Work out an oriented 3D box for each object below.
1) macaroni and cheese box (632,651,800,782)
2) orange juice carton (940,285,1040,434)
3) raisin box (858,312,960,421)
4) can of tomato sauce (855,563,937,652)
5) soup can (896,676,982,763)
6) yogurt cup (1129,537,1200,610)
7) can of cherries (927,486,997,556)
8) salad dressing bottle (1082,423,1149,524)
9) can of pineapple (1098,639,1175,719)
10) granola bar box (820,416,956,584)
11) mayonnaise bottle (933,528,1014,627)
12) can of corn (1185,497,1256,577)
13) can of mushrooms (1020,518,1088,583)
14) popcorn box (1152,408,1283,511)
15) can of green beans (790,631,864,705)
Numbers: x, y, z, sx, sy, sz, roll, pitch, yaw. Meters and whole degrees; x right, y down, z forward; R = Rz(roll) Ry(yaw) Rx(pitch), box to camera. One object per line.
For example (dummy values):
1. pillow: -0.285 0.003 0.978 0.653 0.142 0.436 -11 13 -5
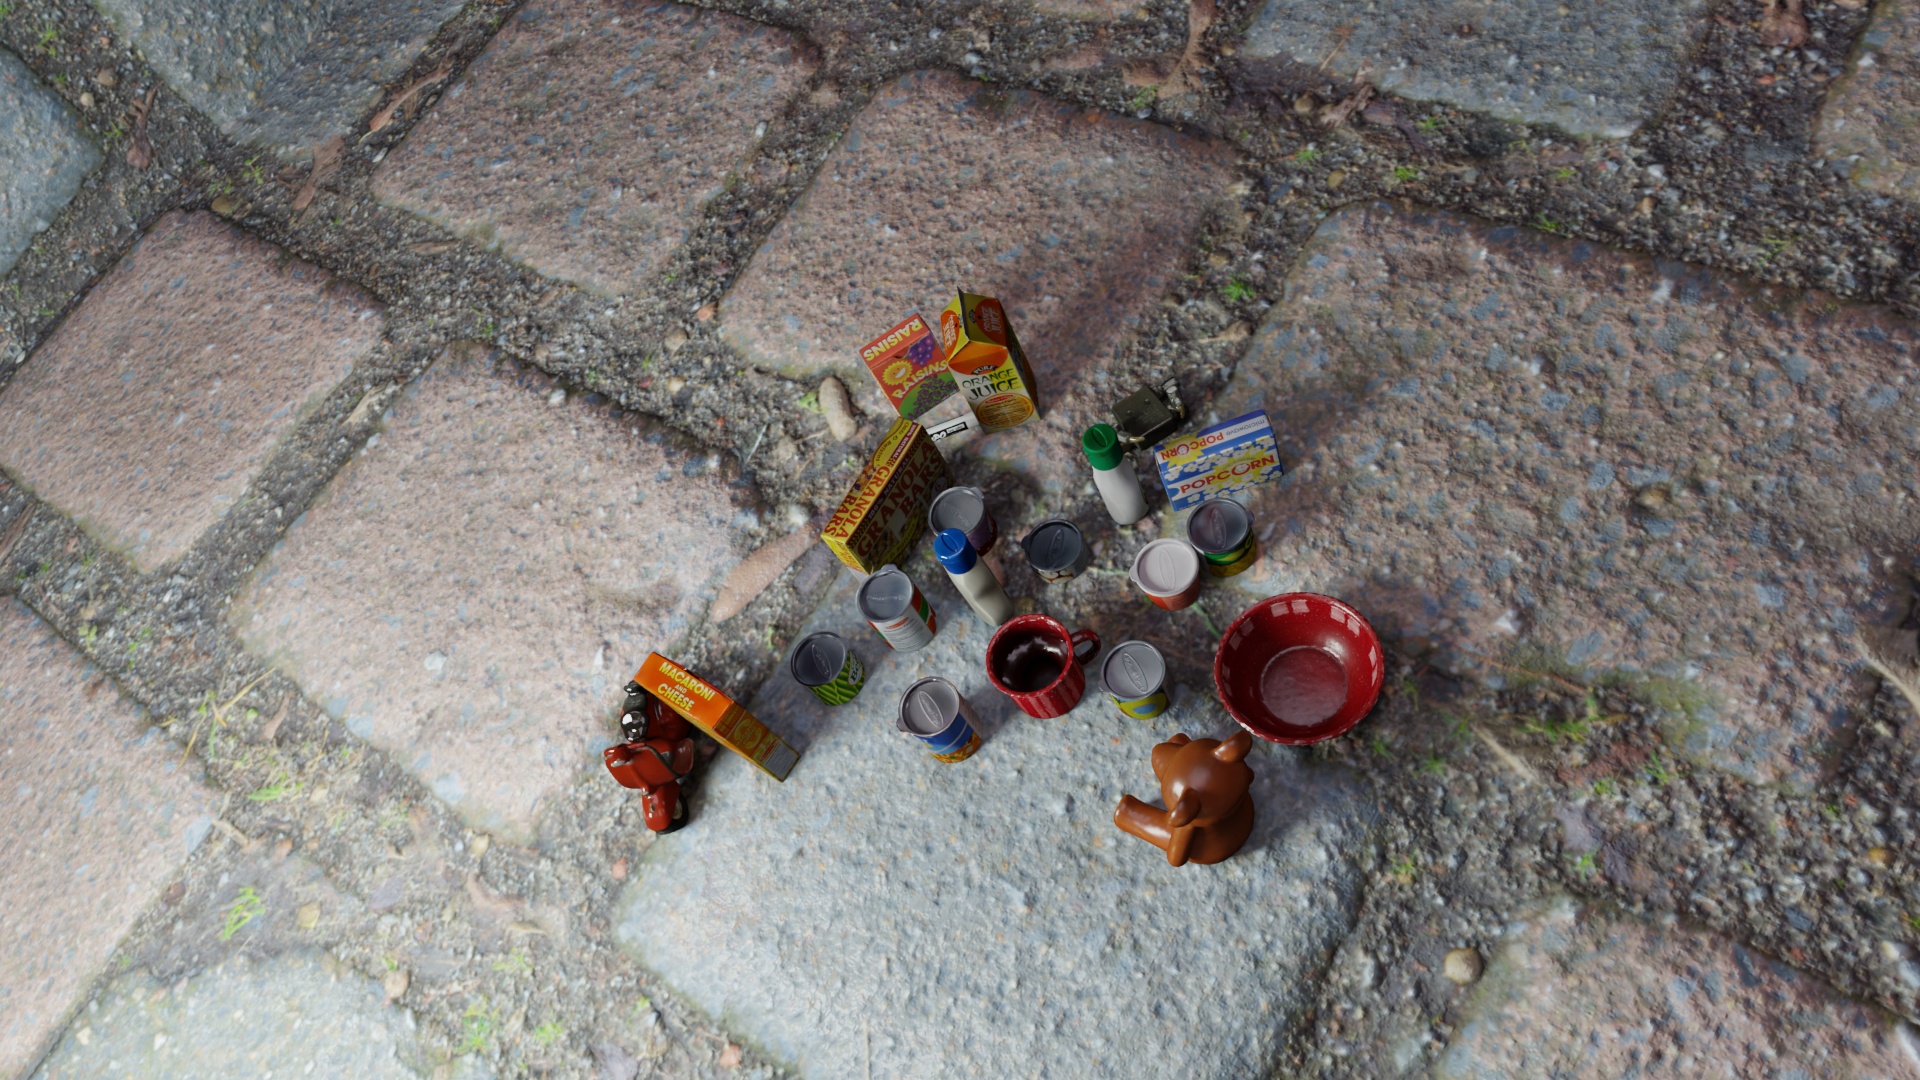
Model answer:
1. macaroni and cheese box: -0.258 0.188 1.480 0.124 0.166 0.040 25 73 30
2. orange juice carton: 0.030 -0.207 1.588 0.073 0.192 0.072 -14 58 12
3. raisin box: -0.059 -0.203 1.660 0.086 0.123 0.040 -32 56 0
4. can of tomato sauce: -0.069 0.076 1.526 0.071 0.083 0.071 -9 59 15
5. soup can: -0.022 0.189 1.443 0.071 0.083 0.071 -9 59 15
6. yogurt cup: 0.220 0.039 1.459 0.072 0.053 0.073 -9 59 15
7. can of cherries: 0.006 -0.020 1.569 0.071 0.058 0.072 -9 59 15
8. salad dressing bottle: 0.165 -0.071 1.486 0.044 0.147 0.064 -31 56 2
9. can of pineapple: 0.179 0.142 1.412 0.071 0.057 0.071 -9 59 15
10. granola bar box: -0.078 -0.039 1.571 0.039 0.123 0.166 22 71 29
11. mayonnaise bottle: 0.012 0.037 1.480 0.041 0.147 0.065 -39 56 -4
12. can of corn: 0.277 -0.003 1.460 0.071 0.058 0.071 -9 59 15
13. can of mushrooms: 0.104 0.012 1.530 0.071 0.033 0.071 -9 59 15
14. popcorn box: 0.278 -0.085 1.491 0.126 0.085 0.038 -19 57 9
15. can of green beans: -0.145 0.142 1.532 0.071 0.057 0.071 -9 59 15
